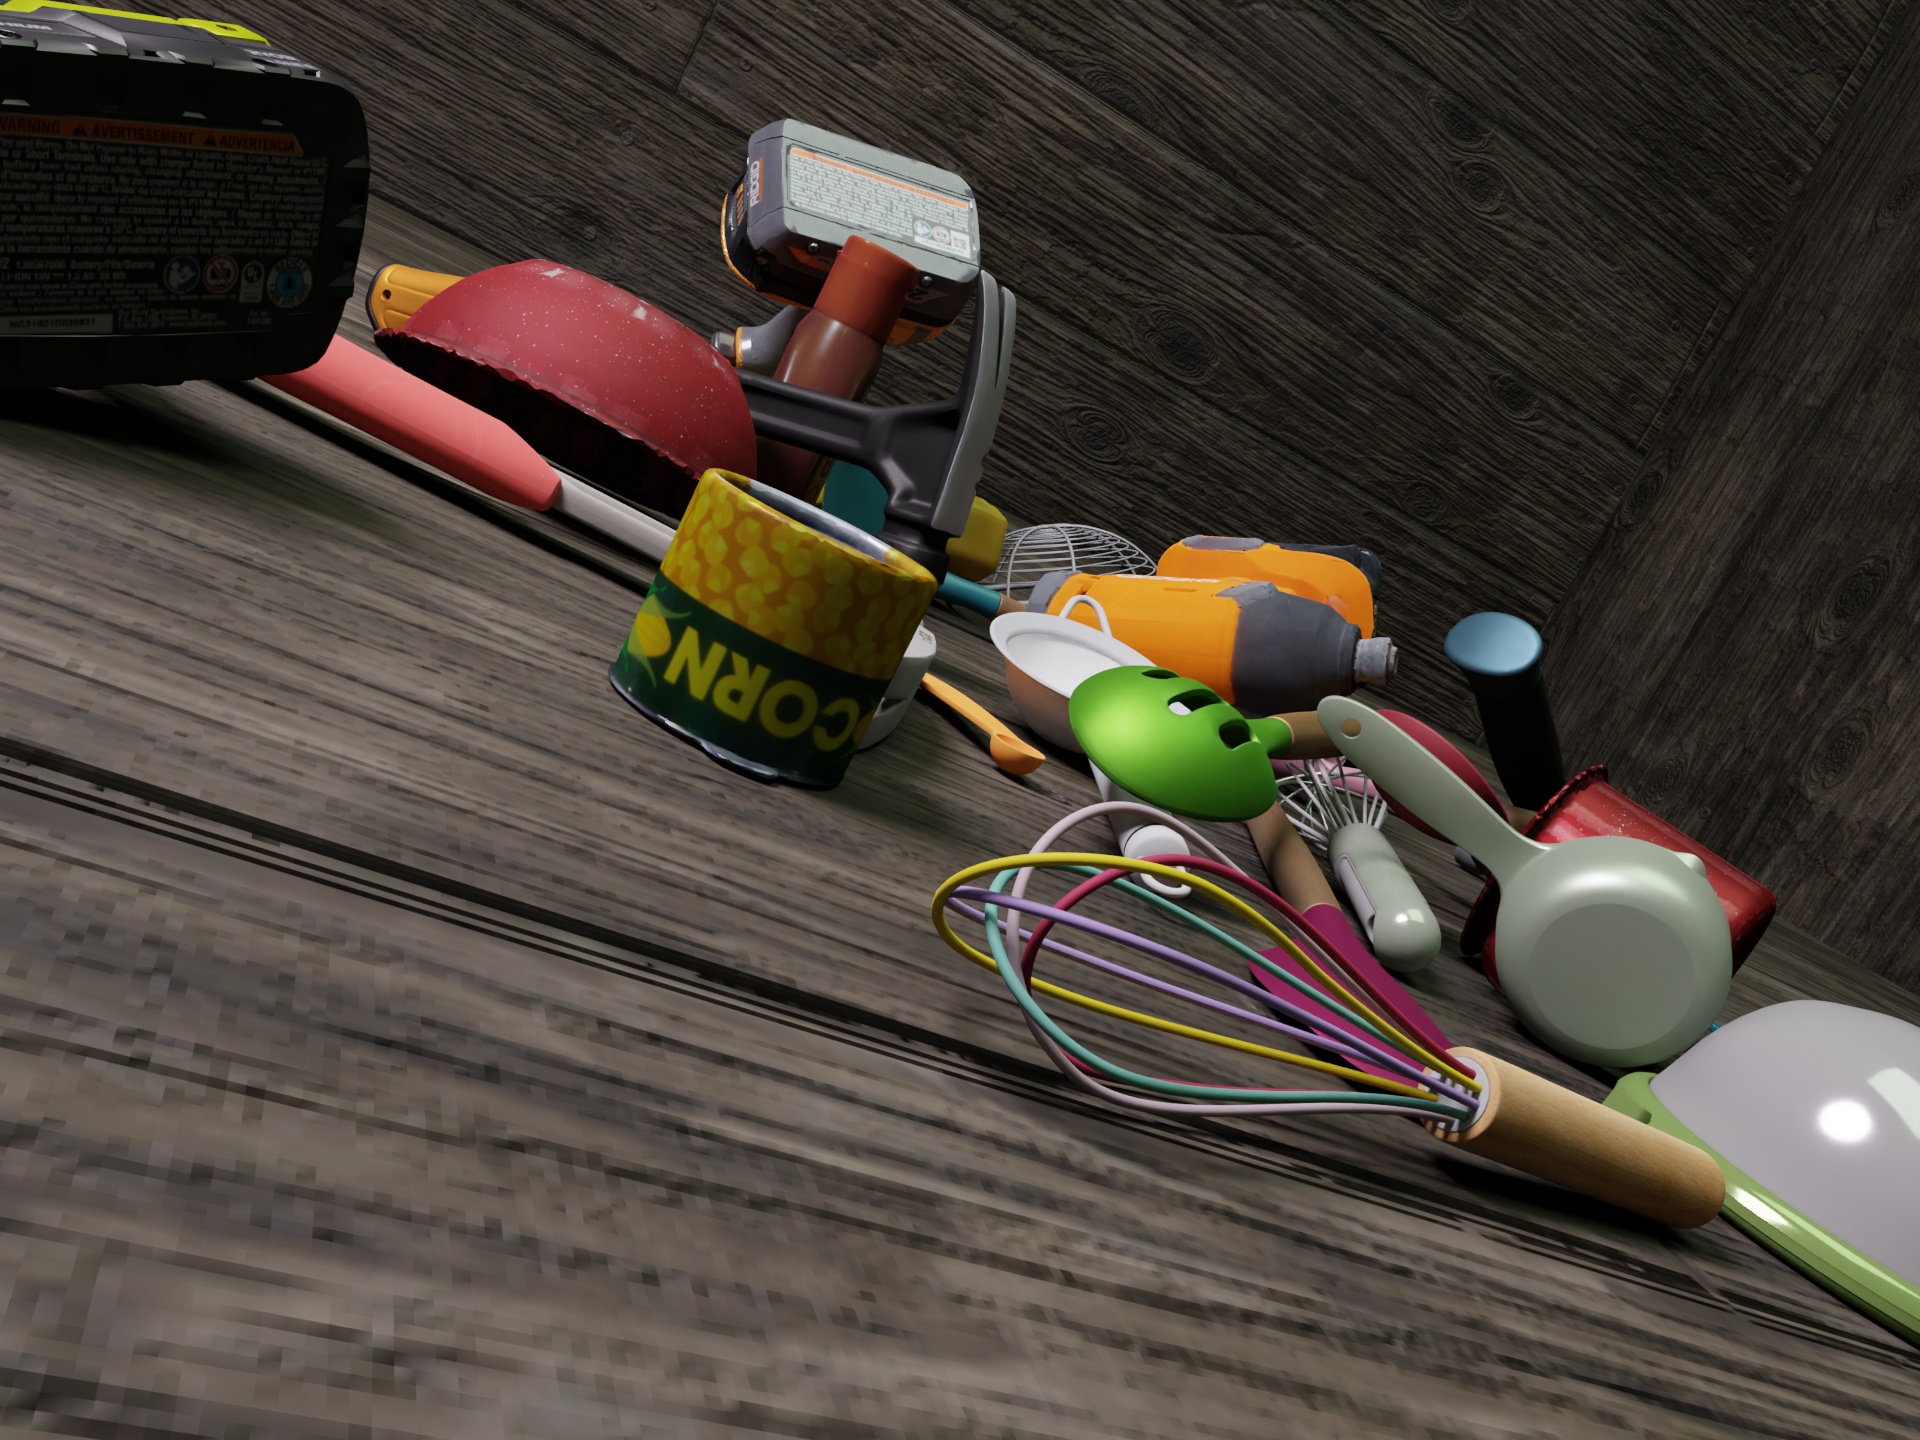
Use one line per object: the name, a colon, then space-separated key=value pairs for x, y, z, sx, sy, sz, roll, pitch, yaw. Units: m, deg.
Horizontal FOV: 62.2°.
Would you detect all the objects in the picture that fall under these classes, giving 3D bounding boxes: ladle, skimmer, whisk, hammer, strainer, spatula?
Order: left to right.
hammer: x=-0.172 y=-0.094 z=0.505 sx=0.359 sy=0.036 sz=0.149 roll=27 pitch=9 yaw=-4
hammer: x=-0.135 y=-0.164 z=0.710 sx=0.337 sy=0.127 sz=0.034 roll=20 pitch=6 yaw=24
spatula: x=0.044 y=-0.054 z=0.858 sx=0.317 sy=0.082 sz=0.044 roll=26 pitch=-34 yaw=-32
strainer: x=0.051 y=0.009 z=0.568 sx=0.087 sy=0.050 sz=0.259 roll=20 pitch=16 yaw=-9
skimmer: x=0.157 y=-0.010 z=0.994 sx=0.363 sy=0.090 sz=0.127 roll=35 pitch=-5 yaw=-22
whisk: x=0.159 y=0.051 z=0.644 sx=0.059 sy=0.058 sz=0.246 roll=-6 pitch=10 yaw=6
whisk: x=0.094 y=0.073 z=0.332 sx=0.244 sy=0.047 sz=0.051 roll=26 pitch=22 yaw=-32
ladle: x=0.242 y=0.064 z=0.711 sx=0.069 sy=0.031 sz=0.315 roll=41 pitch=5 yaw=36
hammer: x=0.286 y=0.036 z=0.793 sx=0.128 sy=0.033 sz=0.330 roll=33 pitch=-8 yaw=35
strainer: x=0.304 y=0.131 z=0.518 sx=0.152 sy=0.069 sz=0.256 roll=32 pitch=12 yaw=26

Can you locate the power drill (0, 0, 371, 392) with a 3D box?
power drill: x=-0.281 y=-0.161 z=0.391 sx=0.229 sy=0.080 sz=0.190 roll=31 pitch=28 yaw=22

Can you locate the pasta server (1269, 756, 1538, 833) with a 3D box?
pasta server: x=0.238 y=0.035 z=0.778 sx=0.060 sy=0.040 sz=0.316 roll=29 pitch=-5 yaw=-31

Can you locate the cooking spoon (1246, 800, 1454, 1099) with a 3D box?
cooking spoon: x=0.117 y=0.061 z=0.531 sx=0.069 sy=0.017 sz=0.319 roll=28 pitch=10 yaw=-1

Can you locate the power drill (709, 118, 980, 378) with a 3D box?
power drill: x=-0.112 y=-0.207 z=0.834 sx=0.185 sy=0.084 sz=0.226 roll=9 pitch=-26 yaw=-26

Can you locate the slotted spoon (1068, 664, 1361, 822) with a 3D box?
slotted spoon: x=0.124 y=0.004 z=0.601 sx=0.070 sy=0.031 sz=0.313 roll=42 pitch=18 yaw=21

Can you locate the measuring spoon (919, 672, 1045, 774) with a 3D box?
measuring spoon: x=-0.001 y=-0.002 z=0.576 sx=0.021 sy=0.011 sz=0.117 roll=21 pitch=8 yaw=-28

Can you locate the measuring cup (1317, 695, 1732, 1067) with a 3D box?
measuring cup: x=0.186 y=0.051 z=0.543 sx=0.167 sy=0.083 sz=0.038 roll=41 pitch=24 yaw=6

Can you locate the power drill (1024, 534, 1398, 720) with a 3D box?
power drill: x=0.144 y=-0.044 z=0.783 sx=0.164 sy=0.084 sz=0.226 roll=6 pitch=11 yaw=24

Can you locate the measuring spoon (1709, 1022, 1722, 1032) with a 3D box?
measuring spoon: x=0.329 y=0.145 z=0.699 sx=0.129 sy=0.021 sz=0.042 roll=41 pitch=13 yaw=21
